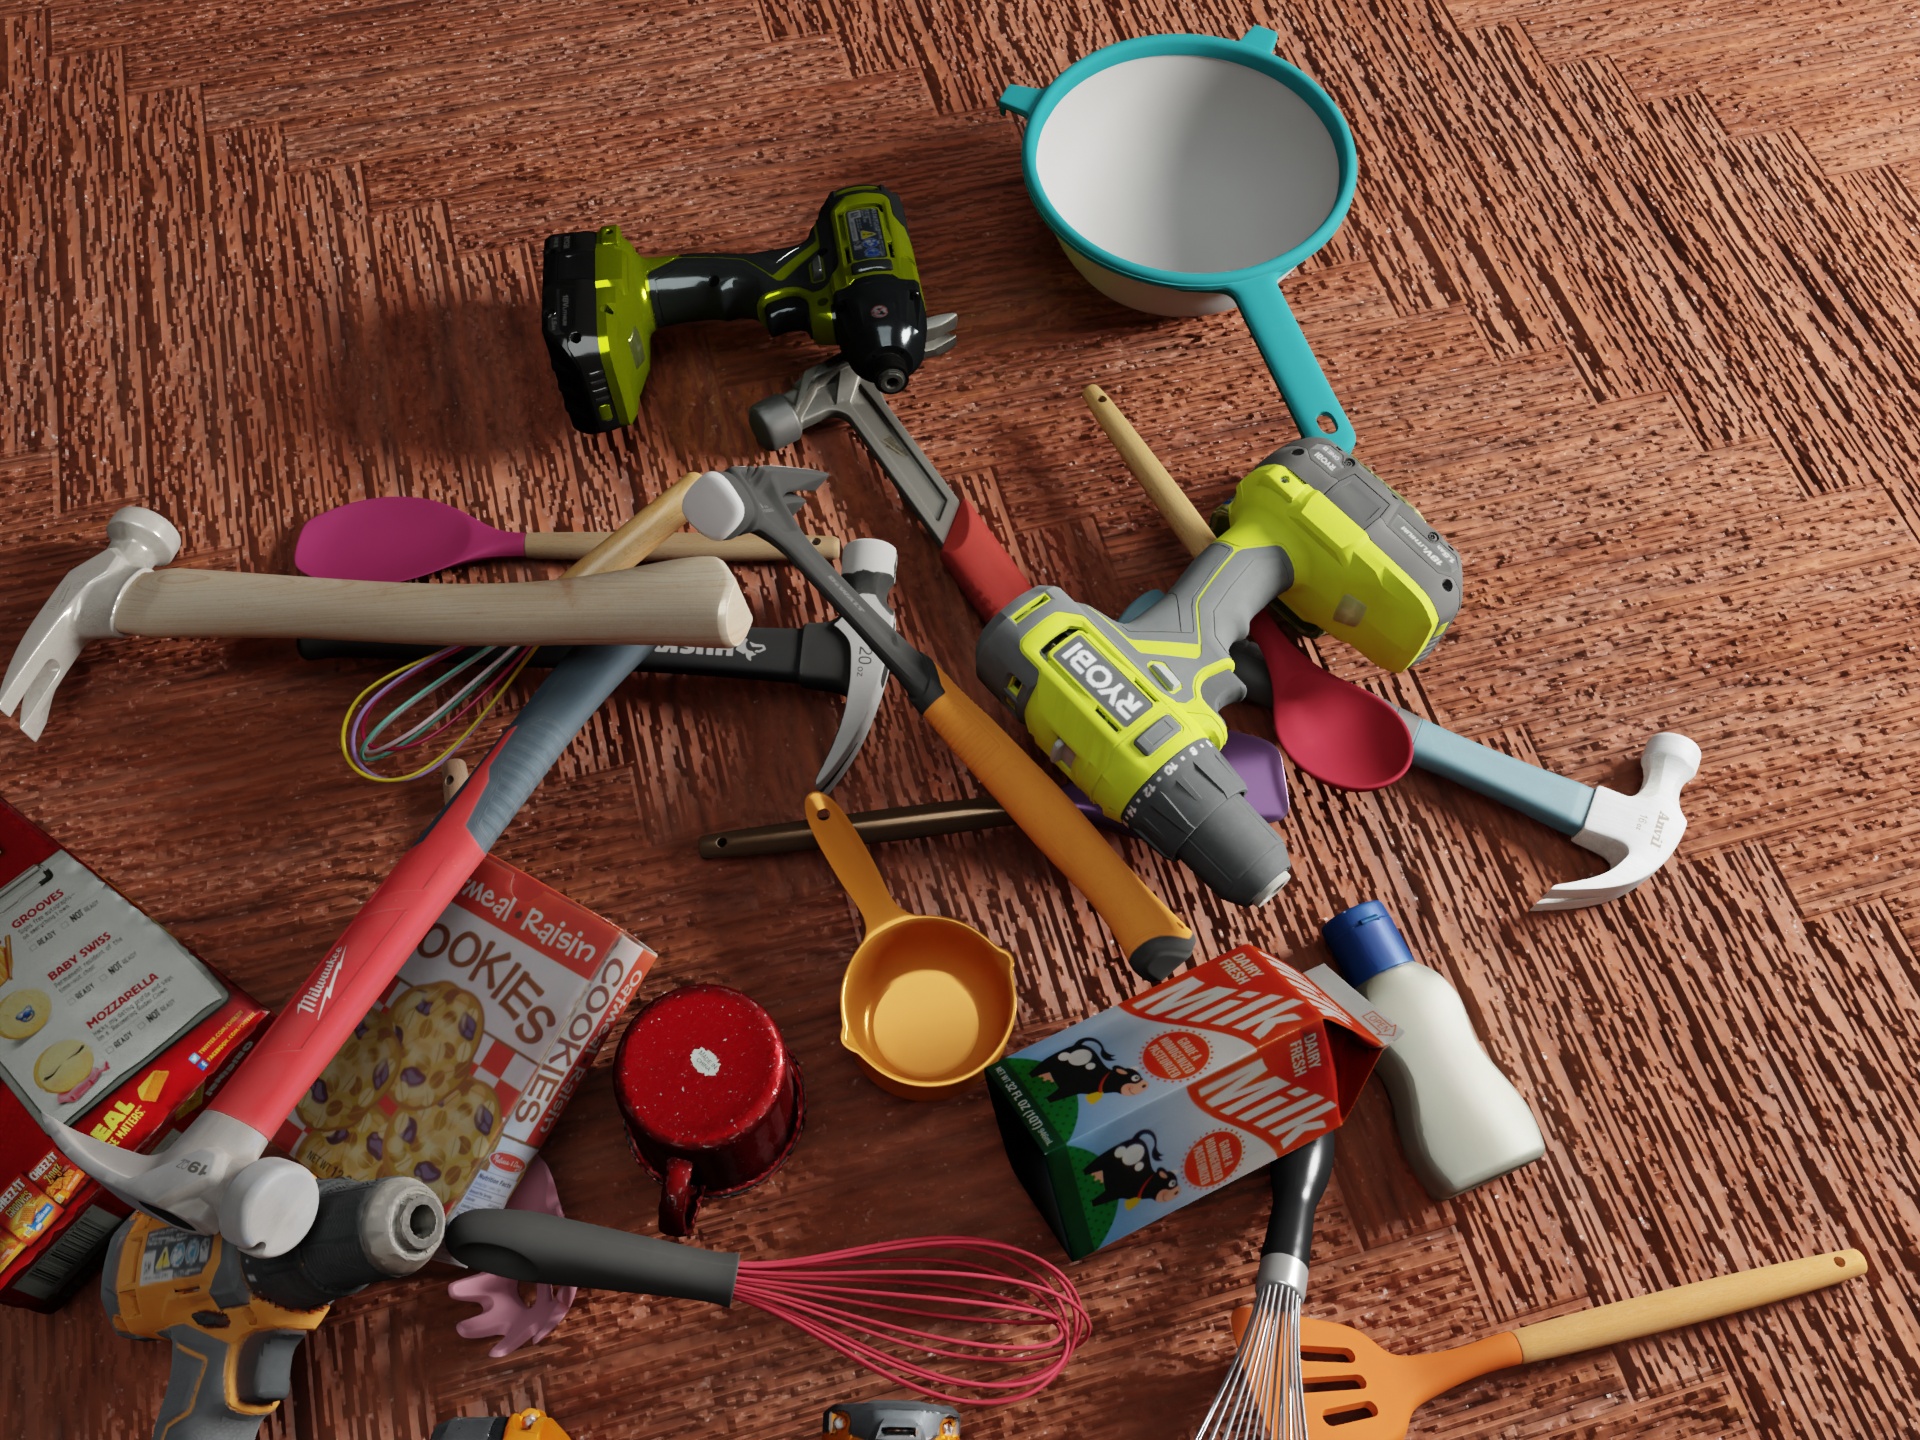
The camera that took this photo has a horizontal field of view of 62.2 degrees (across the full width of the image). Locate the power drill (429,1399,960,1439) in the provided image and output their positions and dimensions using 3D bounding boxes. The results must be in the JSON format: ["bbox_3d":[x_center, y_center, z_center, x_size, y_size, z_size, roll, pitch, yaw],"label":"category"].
[{"bbox_3d":[-0.113,0.375,0.672,0.226,0.084,0.164,3,63,-5],"label":"power drill"}]

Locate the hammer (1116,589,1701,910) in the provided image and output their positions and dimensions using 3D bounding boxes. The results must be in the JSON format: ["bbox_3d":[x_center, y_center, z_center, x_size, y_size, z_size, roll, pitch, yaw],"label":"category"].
[{"bbox_3d":[0.243,0.004,0.902,0.331,0.033,0.128,24,63,10],"label":"hammer"}]

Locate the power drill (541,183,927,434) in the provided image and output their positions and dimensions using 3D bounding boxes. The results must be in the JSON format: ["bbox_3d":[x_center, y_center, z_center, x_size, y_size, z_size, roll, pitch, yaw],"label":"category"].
[{"bbox_3d":[-0.134,-0.247,0.968,0.223,0.080,0.171,-9,51,-2],"label":"power drill"}]

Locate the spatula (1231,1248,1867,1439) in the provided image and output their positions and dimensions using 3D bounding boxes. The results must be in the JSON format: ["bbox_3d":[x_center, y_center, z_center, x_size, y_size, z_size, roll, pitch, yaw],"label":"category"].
[{"bbox_3d":[0.287,0.288,0.754,0.322,0.041,0.081,-10,46,-9],"label":"spatula"}]

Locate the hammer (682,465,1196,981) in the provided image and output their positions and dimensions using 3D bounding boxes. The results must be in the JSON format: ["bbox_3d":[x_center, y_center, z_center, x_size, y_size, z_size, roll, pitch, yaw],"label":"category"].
[{"bbox_3d":[-0.001,-0.003,0.819,0.034,0.127,0.337,-44,84,20],"label":"hammer"}]

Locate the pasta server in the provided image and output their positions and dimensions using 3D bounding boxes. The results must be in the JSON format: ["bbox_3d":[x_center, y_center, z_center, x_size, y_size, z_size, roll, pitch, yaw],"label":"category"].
[{"bbox_3d":[-0.238,0.155,0.801,0.060,0.040,0.316,-22,63,7],"label":"pasta server"}]

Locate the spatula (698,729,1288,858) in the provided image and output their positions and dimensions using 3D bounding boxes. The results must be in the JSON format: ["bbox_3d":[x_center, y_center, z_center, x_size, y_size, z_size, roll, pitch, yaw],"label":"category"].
[{"bbox_3d":[0.015,0.047,0.852,0.316,0.018,0.060,-8,71,4],"label":"spatula"}]

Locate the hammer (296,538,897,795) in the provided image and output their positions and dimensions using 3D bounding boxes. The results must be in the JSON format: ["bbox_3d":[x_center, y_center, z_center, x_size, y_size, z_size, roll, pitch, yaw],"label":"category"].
[{"bbox_3d":[-0.206,-0.038,0.895,0.335,0.035,0.146,3,73,3],"label":"hammer"}]

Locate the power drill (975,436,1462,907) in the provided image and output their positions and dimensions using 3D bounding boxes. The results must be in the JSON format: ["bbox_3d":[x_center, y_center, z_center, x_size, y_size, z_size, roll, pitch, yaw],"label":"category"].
[{"bbox_3d":[0.148,-0.028,0.818,0.228,0.080,0.191,-37,71,-21],"label":"power drill"}]

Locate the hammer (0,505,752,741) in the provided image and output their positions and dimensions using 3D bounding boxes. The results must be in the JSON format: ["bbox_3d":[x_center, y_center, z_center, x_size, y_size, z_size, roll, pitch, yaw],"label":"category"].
[{"bbox_3d":[-0.307,-0.050,0.833,0.411,0.038,0.146,2,53,17],"label":"hammer"}]

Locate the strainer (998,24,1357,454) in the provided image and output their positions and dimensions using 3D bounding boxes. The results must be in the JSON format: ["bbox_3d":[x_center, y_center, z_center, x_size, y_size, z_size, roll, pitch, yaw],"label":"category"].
[{"bbox_3d":[0.164,-0.283,1.012,0.211,0.095,0.341,-17,67,-8],"label":"strainer"}]

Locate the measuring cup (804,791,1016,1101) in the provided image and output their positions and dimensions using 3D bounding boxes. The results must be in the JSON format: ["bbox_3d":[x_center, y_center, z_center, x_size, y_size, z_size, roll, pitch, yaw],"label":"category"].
[{"bbox_3d":[-0.037,0.116,0.823,0.095,0.052,0.174,-25,65,-14],"label":"measuring cup"}]

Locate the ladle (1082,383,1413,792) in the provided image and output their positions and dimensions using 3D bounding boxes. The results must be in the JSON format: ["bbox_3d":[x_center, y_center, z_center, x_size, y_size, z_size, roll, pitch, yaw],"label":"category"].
[{"bbox_3d":[0.151,-0.082,0.911,0.069,0.031,0.316,-22,63,-17],"label":"ladle"}]

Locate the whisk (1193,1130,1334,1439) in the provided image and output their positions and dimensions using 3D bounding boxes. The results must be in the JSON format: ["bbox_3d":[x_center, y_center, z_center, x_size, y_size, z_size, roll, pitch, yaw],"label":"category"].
[{"bbox_3d":[0.137,0.275,0.703,0.070,0.070,0.285,18,40,7],"label":"whisk"}]

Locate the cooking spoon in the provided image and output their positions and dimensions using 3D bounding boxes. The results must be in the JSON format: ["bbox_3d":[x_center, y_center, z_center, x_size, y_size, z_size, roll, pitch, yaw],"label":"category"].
[{"bbox_3d":[-0.231,-0.103,0.944,0.319,0.017,0.069,0,56,-2],"label":"cooking spoon"}]

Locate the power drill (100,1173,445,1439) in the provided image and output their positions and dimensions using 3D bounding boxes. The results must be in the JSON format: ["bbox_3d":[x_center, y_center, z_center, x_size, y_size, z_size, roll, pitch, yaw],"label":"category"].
[{"bbox_3d":[-0.295,0.303,0.663,0.185,0.084,0.226,-18,59,27],"label":"power drill"}]

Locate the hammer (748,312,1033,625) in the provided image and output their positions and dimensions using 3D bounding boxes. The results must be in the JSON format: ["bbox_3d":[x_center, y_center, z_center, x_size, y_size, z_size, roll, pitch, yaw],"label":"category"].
[{"bbox_3d":[0.023,-0.090,0.939,0.149,0.036,0.359,-28,67,-16],"label":"hammer"}]

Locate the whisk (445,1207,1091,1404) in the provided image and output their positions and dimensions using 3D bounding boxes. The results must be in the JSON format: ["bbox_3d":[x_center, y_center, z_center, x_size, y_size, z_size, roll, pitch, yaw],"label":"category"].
[{"bbox_3d":[-0.084,0.257,0.719,0.295,0.073,0.073,12,63,-7],"label":"whisk"}]

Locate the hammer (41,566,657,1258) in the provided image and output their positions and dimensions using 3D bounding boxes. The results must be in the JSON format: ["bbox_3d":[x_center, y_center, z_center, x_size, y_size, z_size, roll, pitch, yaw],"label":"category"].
[{"bbox_3d":[-0.261,0.063,0.768,0.143,0.038,0.386,8,50,28],"label":"hammer"}]

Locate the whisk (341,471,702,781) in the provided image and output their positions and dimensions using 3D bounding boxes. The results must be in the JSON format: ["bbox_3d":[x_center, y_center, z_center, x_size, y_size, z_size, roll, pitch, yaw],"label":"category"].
[{"bbox_3d":[-0.233,-0.057,0.863,0.245,0.051,0.047,-43,70,-14],"label":"whisk"}]
